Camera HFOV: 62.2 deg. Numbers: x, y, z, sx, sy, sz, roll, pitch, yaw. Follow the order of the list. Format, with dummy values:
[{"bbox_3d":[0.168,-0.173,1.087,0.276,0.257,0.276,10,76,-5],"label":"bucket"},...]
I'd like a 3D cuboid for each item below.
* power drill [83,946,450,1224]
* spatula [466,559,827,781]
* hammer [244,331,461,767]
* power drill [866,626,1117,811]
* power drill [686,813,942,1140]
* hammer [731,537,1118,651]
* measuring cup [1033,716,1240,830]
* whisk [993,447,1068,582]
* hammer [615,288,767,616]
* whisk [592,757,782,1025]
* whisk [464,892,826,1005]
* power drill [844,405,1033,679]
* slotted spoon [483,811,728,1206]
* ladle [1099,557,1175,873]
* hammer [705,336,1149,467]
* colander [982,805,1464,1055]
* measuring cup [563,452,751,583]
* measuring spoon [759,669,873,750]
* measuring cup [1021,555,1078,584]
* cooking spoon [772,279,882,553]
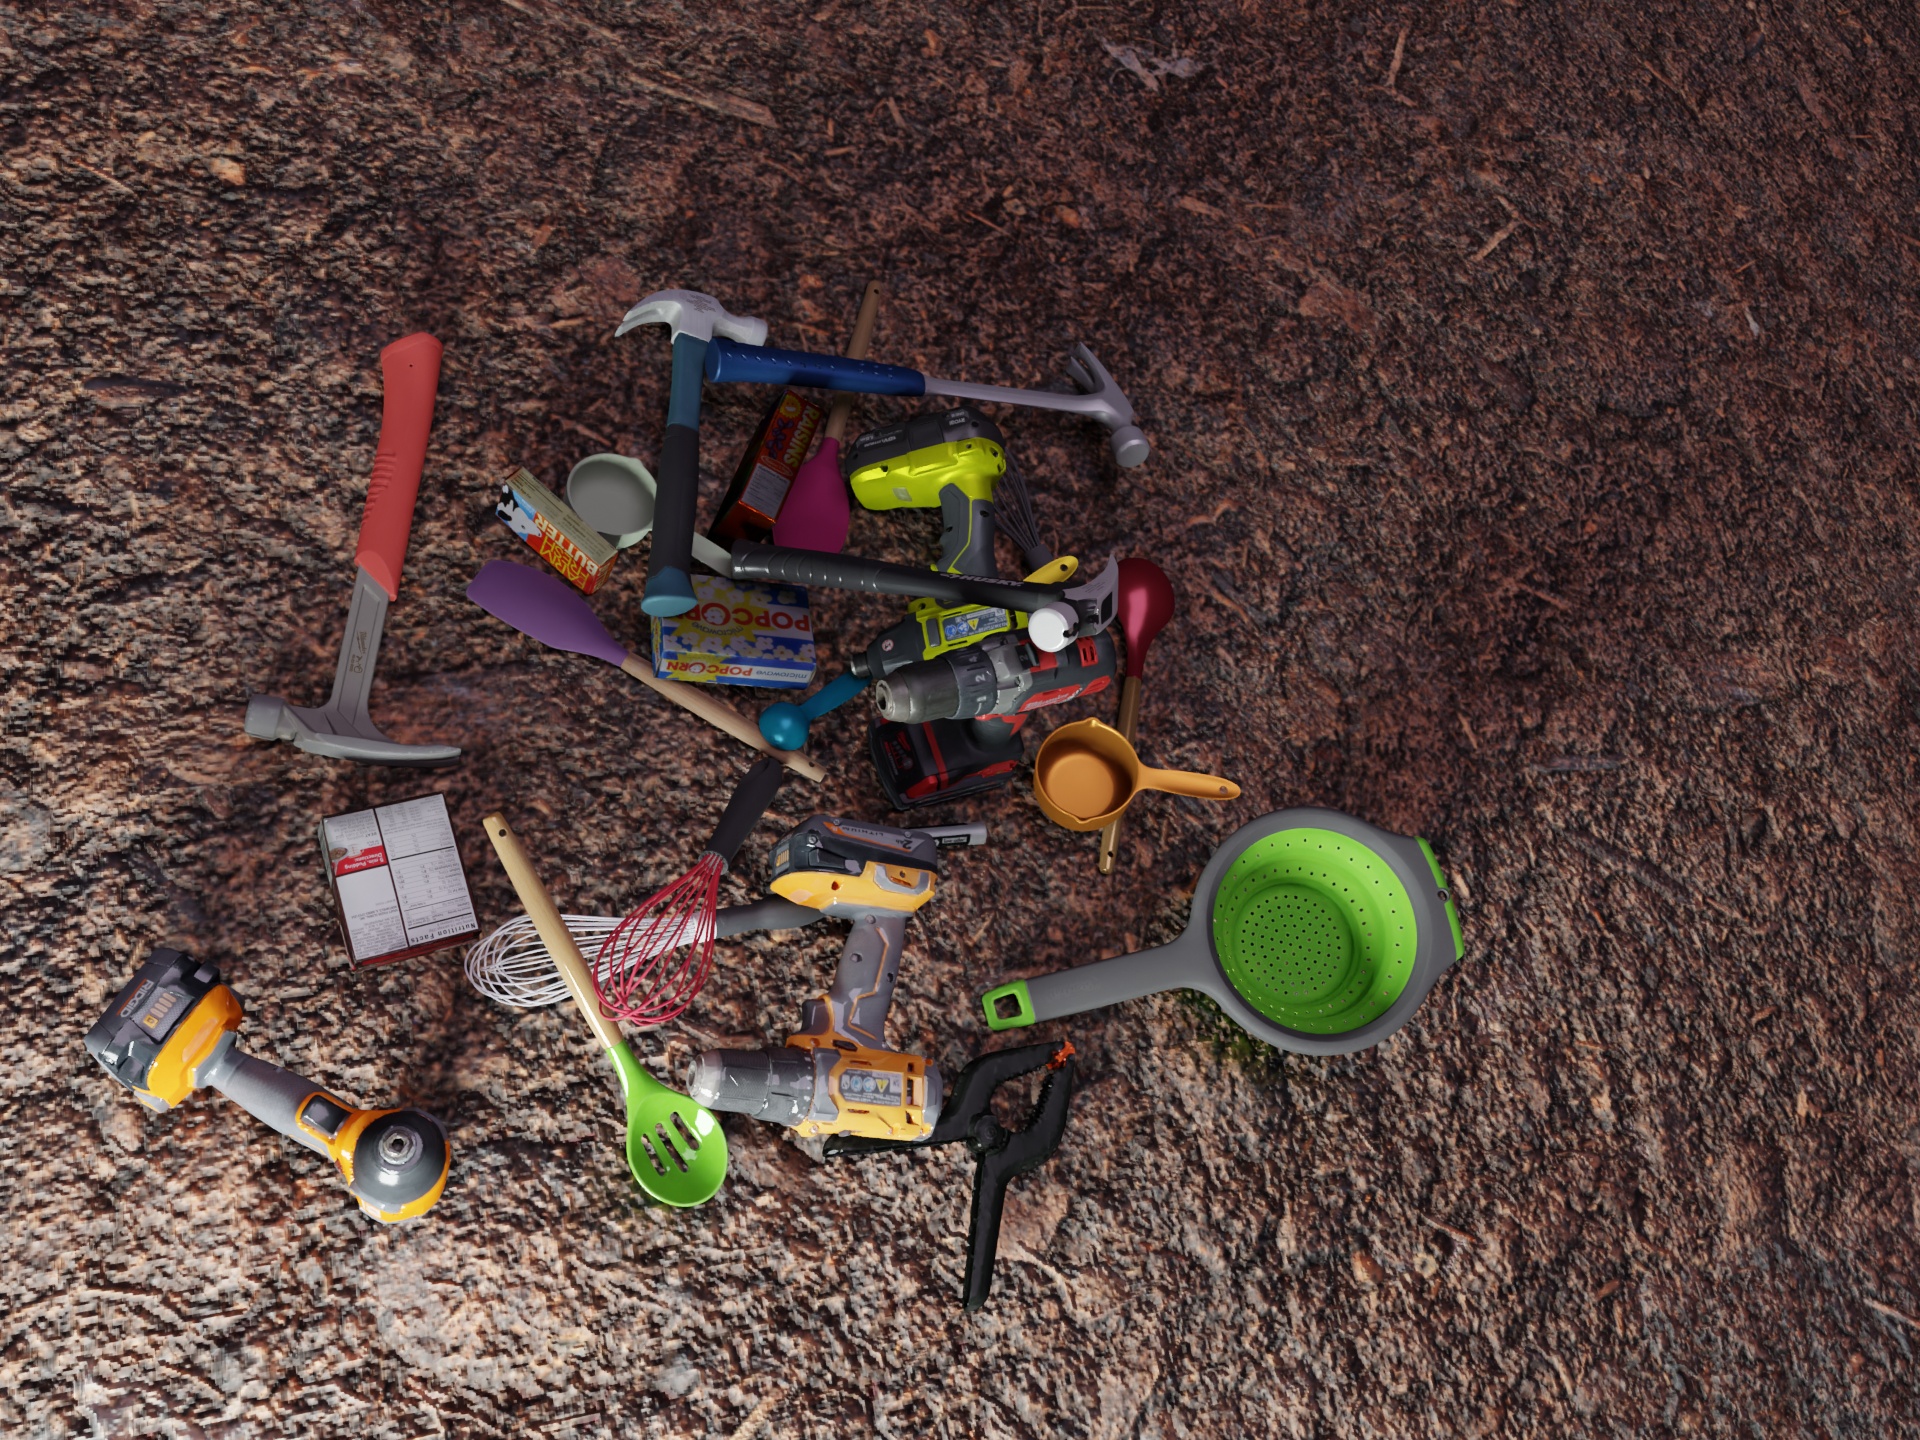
[{"bbox_3d":[-0.424,0.236,1.002,0.226,0.164,0.084,32,61,-4],"label":"power drill"},{"bbox_3d":[-0.244,-0.037,1.270,0.316,0.018,0.060,31,53,-6],"label":"spatula"},{"bbox_3d":[-0.435,-0.140,1.226,0.149,0.036,0.359,11,66,-18],"label":"hammer"},{"bbox_3d":[-0.002,-0.004,1.233,0.188,0.226,0.080,-13,74,-26],"label":"power drill"},{"bbox_3d":[-0.103,0.188,1.162,0.185,0.084,0.226,12,66,-26],"label":"power drill"},{"bbox_3d":[-0.036,-0.109,1.226,0.146,0.335,0.035,-34,128,-54],"label":"hammer"},{"bbox_3d":[0.146,0.056,1.347,0.173,0.052,0.095,8,68,-1],"label":"measuring cup"},{"bbox_3d":[0.064,-0.150,1.428,0.055,0.055,0.239,-27,85,-29],"label":"whisk"},{"bbox_3d":[-0.229,-0.226,1.312,0.128,0.033,0.331,16,55,-26],"label":"hammer"},{"bbox_3d":[-0.187,0.116,1.161,0.073,0.073,0.296,33,36,-7],"label":"whisk"},{"bbox_3d":[-0.222,0.160,1.178,0.284,0.070,0.070,-8,72,-29],"label":"whisk"},{"bbox_3d":[-0.021,-0.140,1.343,0.171,0.080,0.223,-13,68,7],"label":"power drill"},{"bbox_3d":[-0.252,0.202,1.110,0.070,0.031,0.313,-32,104,-30],"label":"slotted spoon"},{"bbox_3d":[0.149,-0.013,1.415,0.069,0.031,0.316,16,65,-13],"label":"ladle"},{"bbox_3d":[-0.027,-0.301,1.418,0.405,0.035,0.144,2,50,-26],"label":"hammer"},{"bbox_3d":[0.210,0.199,1.326,0.397,0.094,0.205,-13,74,-7],"label":"colander"},{"bbox_3d":[-0.249,-0.153,1.307,0.167,0.038,0.083,32,57,-12],"label":"measuring cup"},{"bbox_3d":[-0.111,-0.019,1.303,0.042,0.021,0.128,49,51,7],"label":"measuring spoon"},{"bbox_3d":[0.041,-0.097,1.391,0.156,0.029,0.062,-35,79,-21],"label":"measuring cup"},{"bbox_3d":[-0.109,-0.269,1.421,0.068,0.017,0.319,24,62,-22],"label":"cooking spoon"}]
